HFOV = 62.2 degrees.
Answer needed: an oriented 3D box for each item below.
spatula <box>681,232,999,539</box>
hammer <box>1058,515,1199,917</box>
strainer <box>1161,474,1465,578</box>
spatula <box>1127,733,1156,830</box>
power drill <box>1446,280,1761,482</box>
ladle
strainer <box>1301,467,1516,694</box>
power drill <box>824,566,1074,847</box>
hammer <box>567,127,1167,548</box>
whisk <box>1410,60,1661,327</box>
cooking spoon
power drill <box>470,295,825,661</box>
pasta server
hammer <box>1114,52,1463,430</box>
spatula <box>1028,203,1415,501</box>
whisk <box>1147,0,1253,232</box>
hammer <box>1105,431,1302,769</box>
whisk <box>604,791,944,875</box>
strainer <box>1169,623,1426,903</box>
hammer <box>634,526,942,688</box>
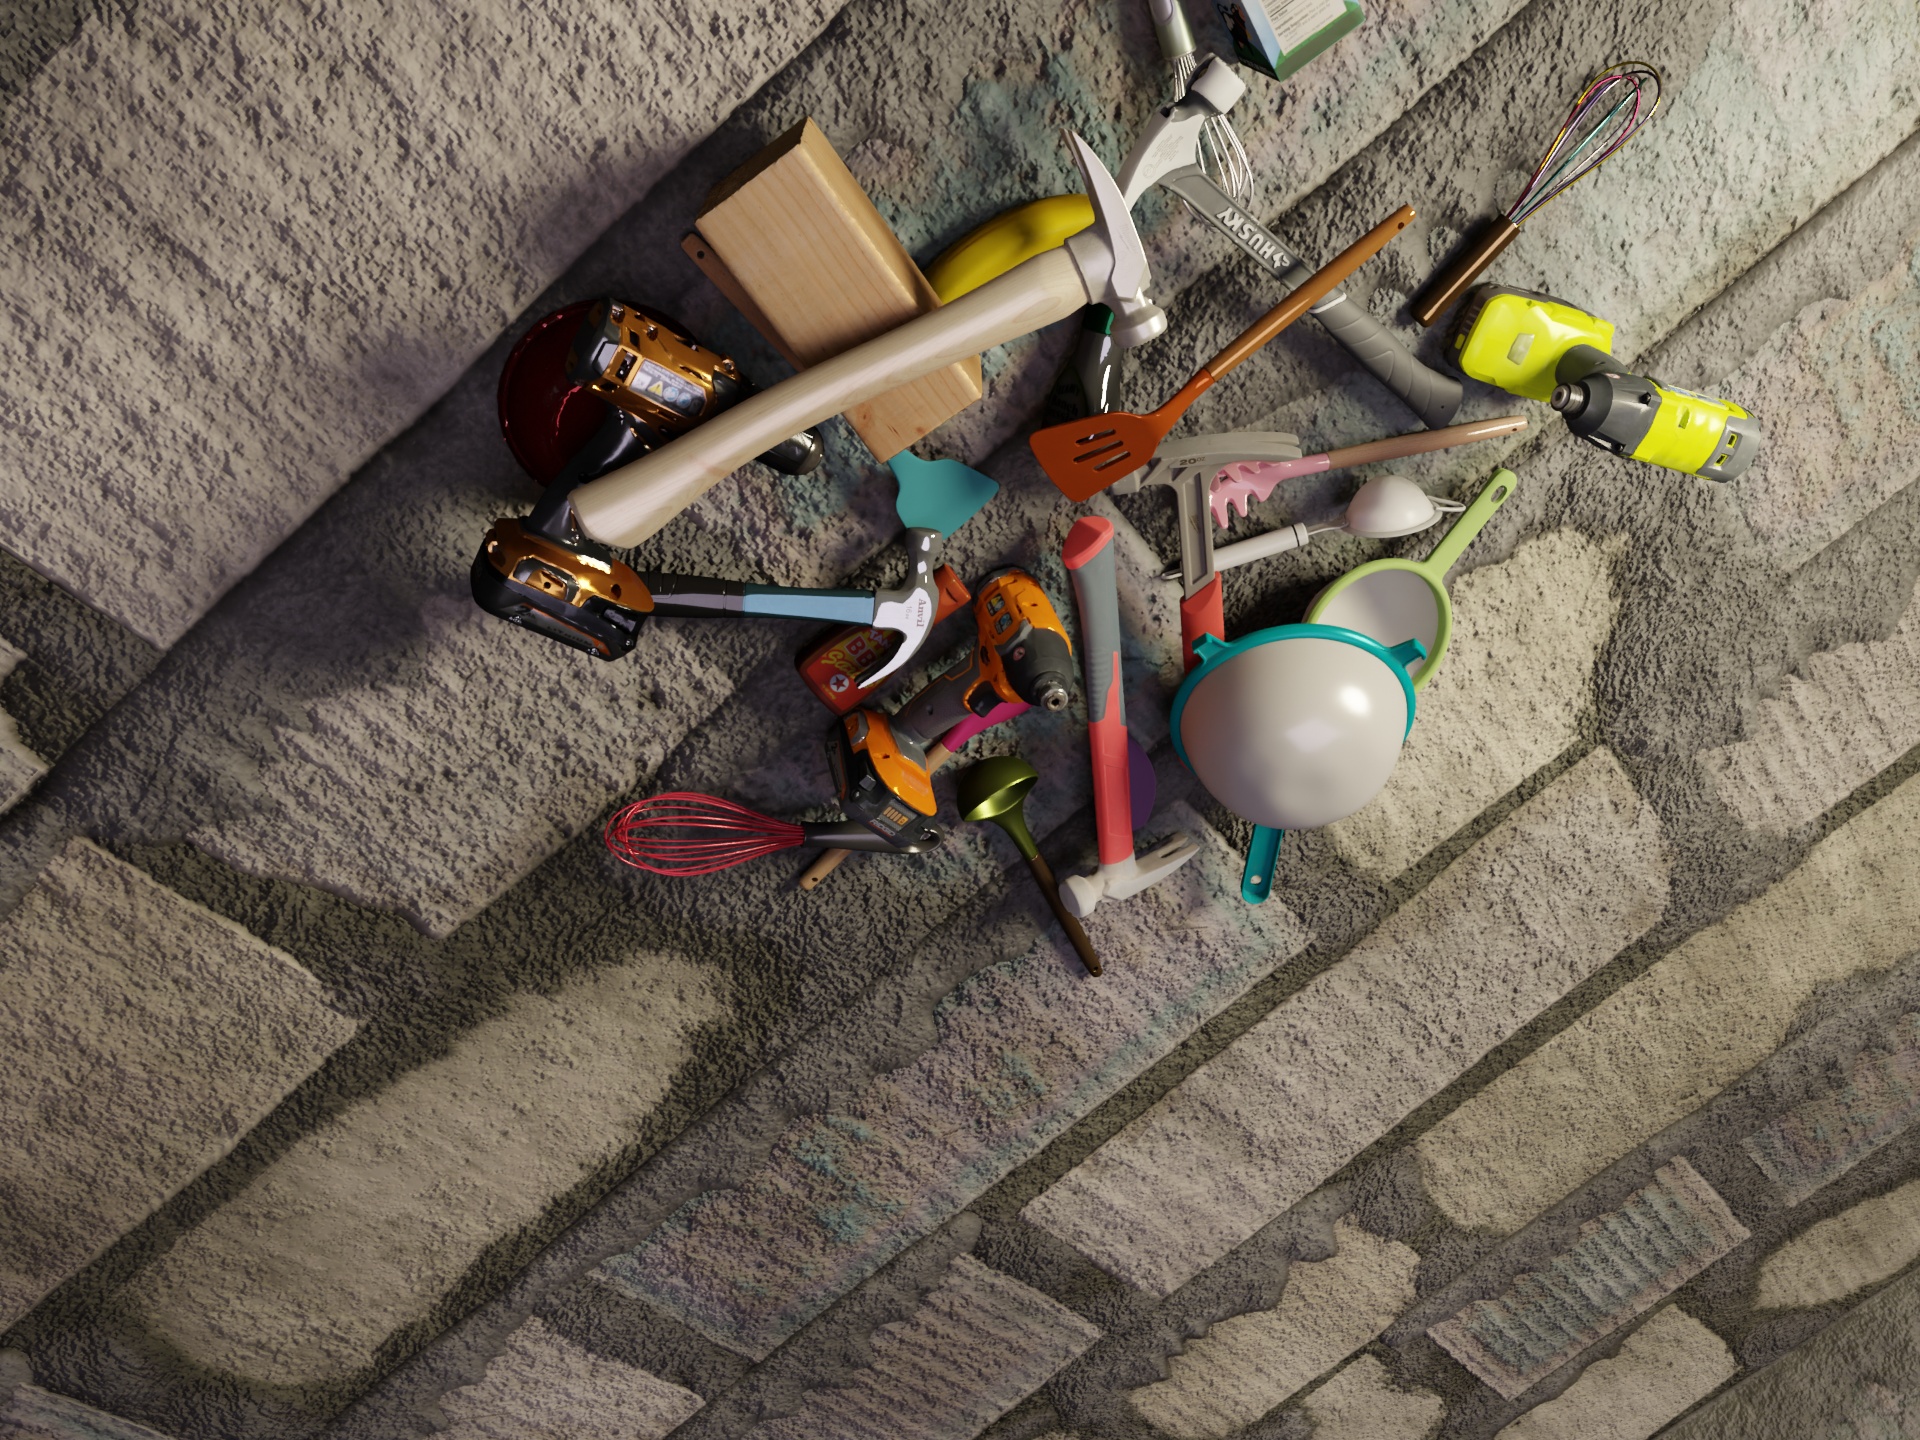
[{"bbox_3d":[-0.093,-0.245,1.191,0.082,0.044,0.317,-40,120,12],"label":"spatula"},{"bbox_3d":[0.140,-0.005,1.381,0.143,0.038,0.386,-24,128,-23],"label":"hammer"},{"bbox_3d":[0.293,-0.160,1.337,0.258,0.087,0.050,-17,118,7],"label":"strainer"},{"bbox_3d":[0.135,-0.021,1.406,0.060,0.018,0.315,-19,127,-10],"label":"spatula"},{"bbox_3d":[0.482,-0.263,1.229,0.171,0.223,0.080,9,118,-22],"label":"power drill"},{"bbox_3d":[0.079,0.148,1.477,0.078,0.062,0.319,-30,128,-1],"label":"ladle"},{"bbox_3d":[0.382,-0.122,1.392,0.151,0.069,0.256,33,99,-30],"label":"strainer"},{"bbox_3d":[-0.002,-0.004,1.288,0.226,0.164,0.084,-44,123,15],"label":"power drill"},{"bbox_3d":[-0.072,-0.234,1.042,0.410,0.038,0.146,-27,115,-1],"label":"hammer"},{"bbox_3d":[0.444,-0.409,1.242,0.047,0.051,0.245,38,110,-11],"label":"whisk"},{"bbox_3d":[-0.029,0.041,1.395,0.319,0.017,0.068,-44,121,13],"label":"cooking spoon"},{"bbox_3d":[-0.217,-0.155,1.108,0.185,0.084,0.226,24,108,-30],"label":"power drill"},{"bbox_3d":[0.333,-0.216,1.329,0.316,0.040,0.060,-13,149,-11],"label":"pasta server"},{"bbox_3d":[0.262,-0.321,1.201,0.408,0.036,0.149,25,115,-40],"label":"hammer"},{"bbox_3d":[0.198,-0.275,1.174,0.322,0.041,0.080,-38,133,6],"label":"spatula"},{"bbox_3d":[0.155,-0.460,1.114,0.059,0.058,0.246,-49,130,-36],"label":"whisk"},{"bbox_3d":[0.213,-0.084,1.340,0.149,0.037,0.358,-5,134,8],"label":"hammer"},{"bbox_3d":[-0.155,0.098,1.362,0.295,0.073,0.073,2,121,-19],"label":"whisk"},{"bbox_3d":[0.285,0.072,1.397,0.211,0.095,0.340,2,133,0],"label":"strainer"},{"bbox_3d":[-0.182,-0.096,1.229,0.331,0.033,0.128,3,104,-11],"label":"hammer"}]
